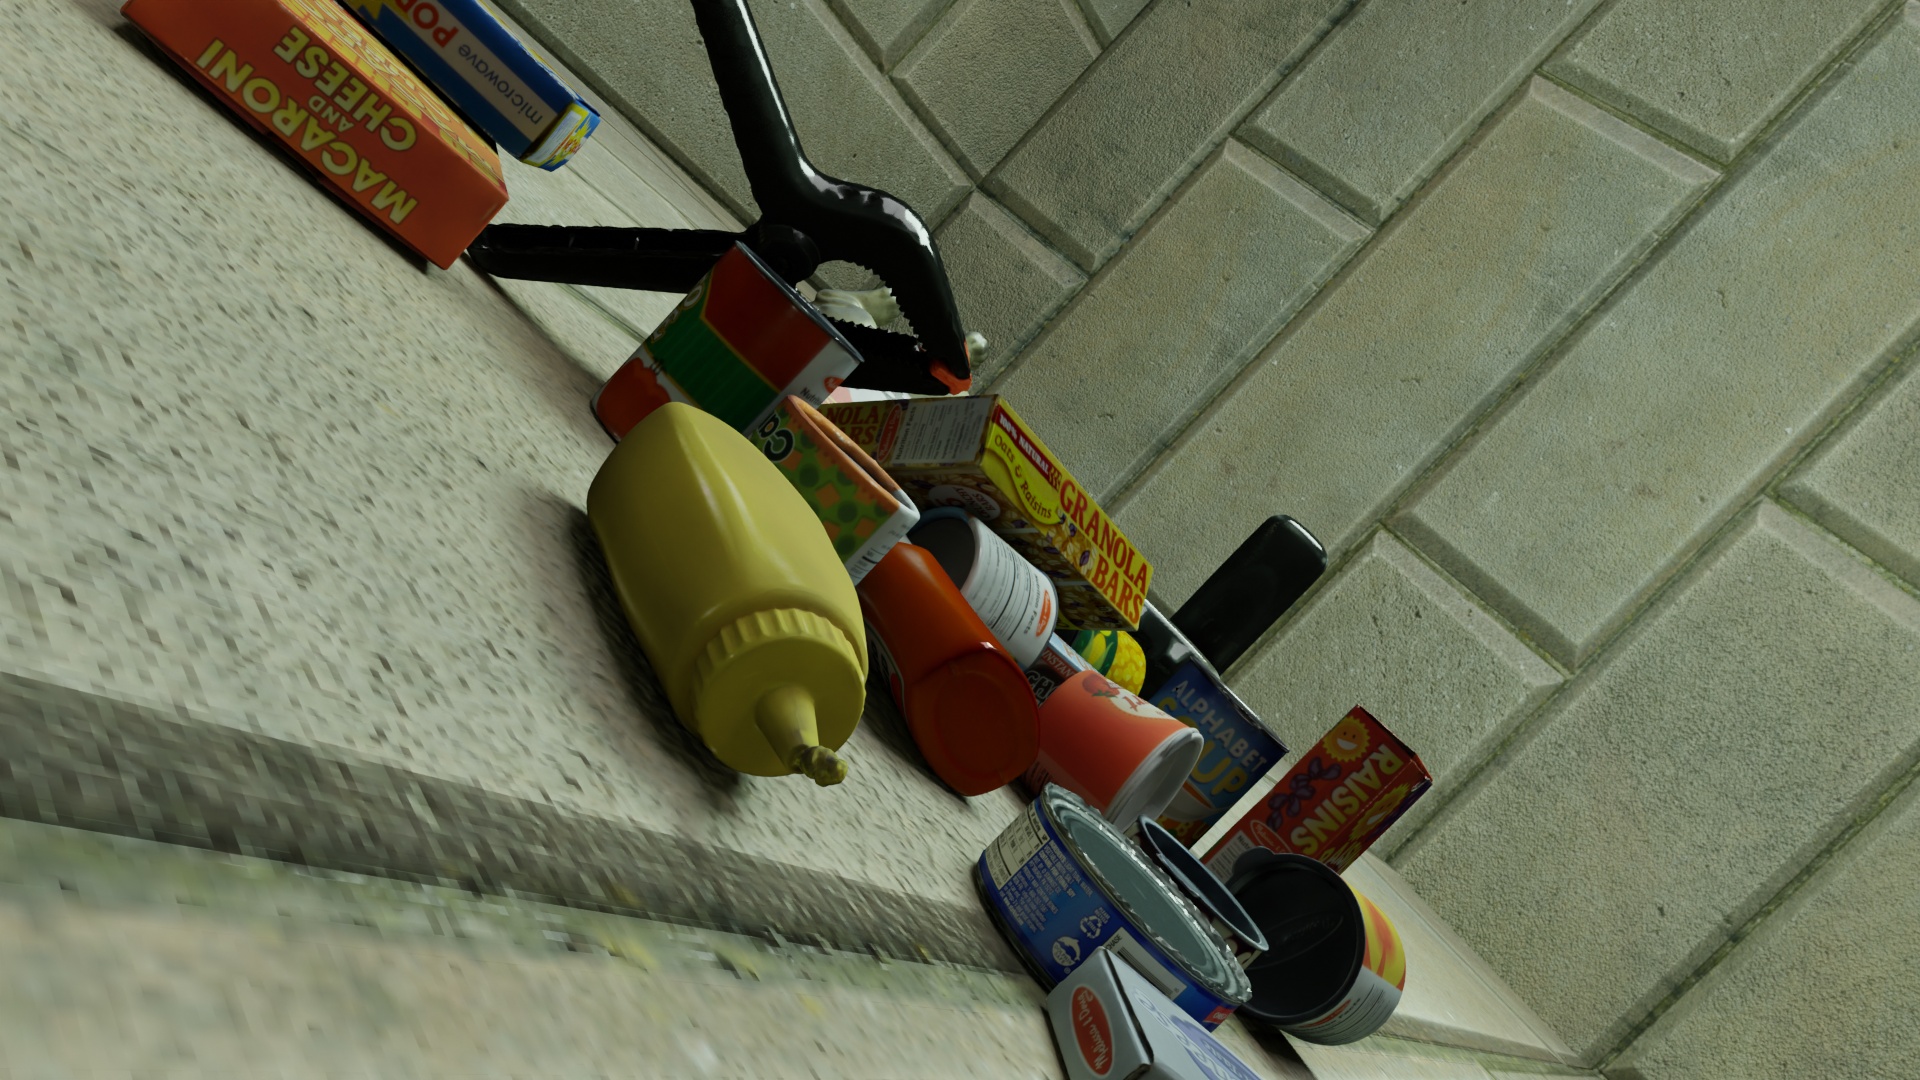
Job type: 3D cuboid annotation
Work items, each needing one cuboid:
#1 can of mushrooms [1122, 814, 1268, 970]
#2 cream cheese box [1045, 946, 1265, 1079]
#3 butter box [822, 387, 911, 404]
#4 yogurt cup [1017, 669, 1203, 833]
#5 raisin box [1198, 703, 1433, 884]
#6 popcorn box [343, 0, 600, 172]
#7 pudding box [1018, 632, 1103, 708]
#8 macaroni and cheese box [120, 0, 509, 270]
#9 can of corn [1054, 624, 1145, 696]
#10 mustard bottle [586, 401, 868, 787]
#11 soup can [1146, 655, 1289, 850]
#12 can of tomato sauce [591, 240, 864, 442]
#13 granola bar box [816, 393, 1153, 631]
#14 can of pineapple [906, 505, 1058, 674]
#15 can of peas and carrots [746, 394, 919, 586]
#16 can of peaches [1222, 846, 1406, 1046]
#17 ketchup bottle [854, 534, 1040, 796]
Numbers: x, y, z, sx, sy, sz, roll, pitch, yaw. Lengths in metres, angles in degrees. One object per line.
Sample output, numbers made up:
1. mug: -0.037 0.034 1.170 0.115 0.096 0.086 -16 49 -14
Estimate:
1. can of mushrooms: 0.078 0.136 0.512 0.071 0.033 0.071 44 5 -5
2. cream cheese box: 0.069 0.153 0.357 0.103 0.024 0.053 43 6 -14
3. butter box: -0.065 -0.059 0.737 0.053 0.024 0.104 43 40 -12
4. yogurt cup: 0.058 0.090 0.568 0.054 0.072 0.072 37 2 25
5. raisin box: 0.167 0.140 0.667 0.040 0.123 0.086 46 5 29
6. popcorn box: -0.217 -0.217 0.596 0.126 0.038 0.085 43 4 -13
7. pudding box: 0.048 0.080 0.641 0.083 0.049 0.030 42 7 -23
8. macaroni and cheese box: -0.236 -0.173 0.529 0.123 0.040 0.167 41 5 -30
9. can of corn: 0.059 0.062 0.749 0.058 0.071 0.071 42 5 -31
10. mustard bottle: -0.056 0.016 0.353 0.065 0.049 0.161 41 7 -31
11. soup can: 0.109 0.109 0.683 0.071 0.083 0.071 43 5 -4
12. can of tomato sauce: -0.090 -0.064 0.534 0.071 0.083 0.071 44 5 -4
13. granola bar box: 0.002 -0.008 0.670 0.124 0.039 0.165 1 -27 35
14. can of pineapple: -0.001 0.027 0.611 0.057 0.071 0.071 40 6 -40
15. can of peas and carrots: -0.059 -0.012 0.501 0.071 0.058 0.071 44 4 -4
16. can of peaches: 0.140 0.165 0.565 0.058 0.071 0.071 40 6 -47
17. ketchup bottle: -0.018 0.032 0.528 0.149 0.043 0.064 51 -14 58
